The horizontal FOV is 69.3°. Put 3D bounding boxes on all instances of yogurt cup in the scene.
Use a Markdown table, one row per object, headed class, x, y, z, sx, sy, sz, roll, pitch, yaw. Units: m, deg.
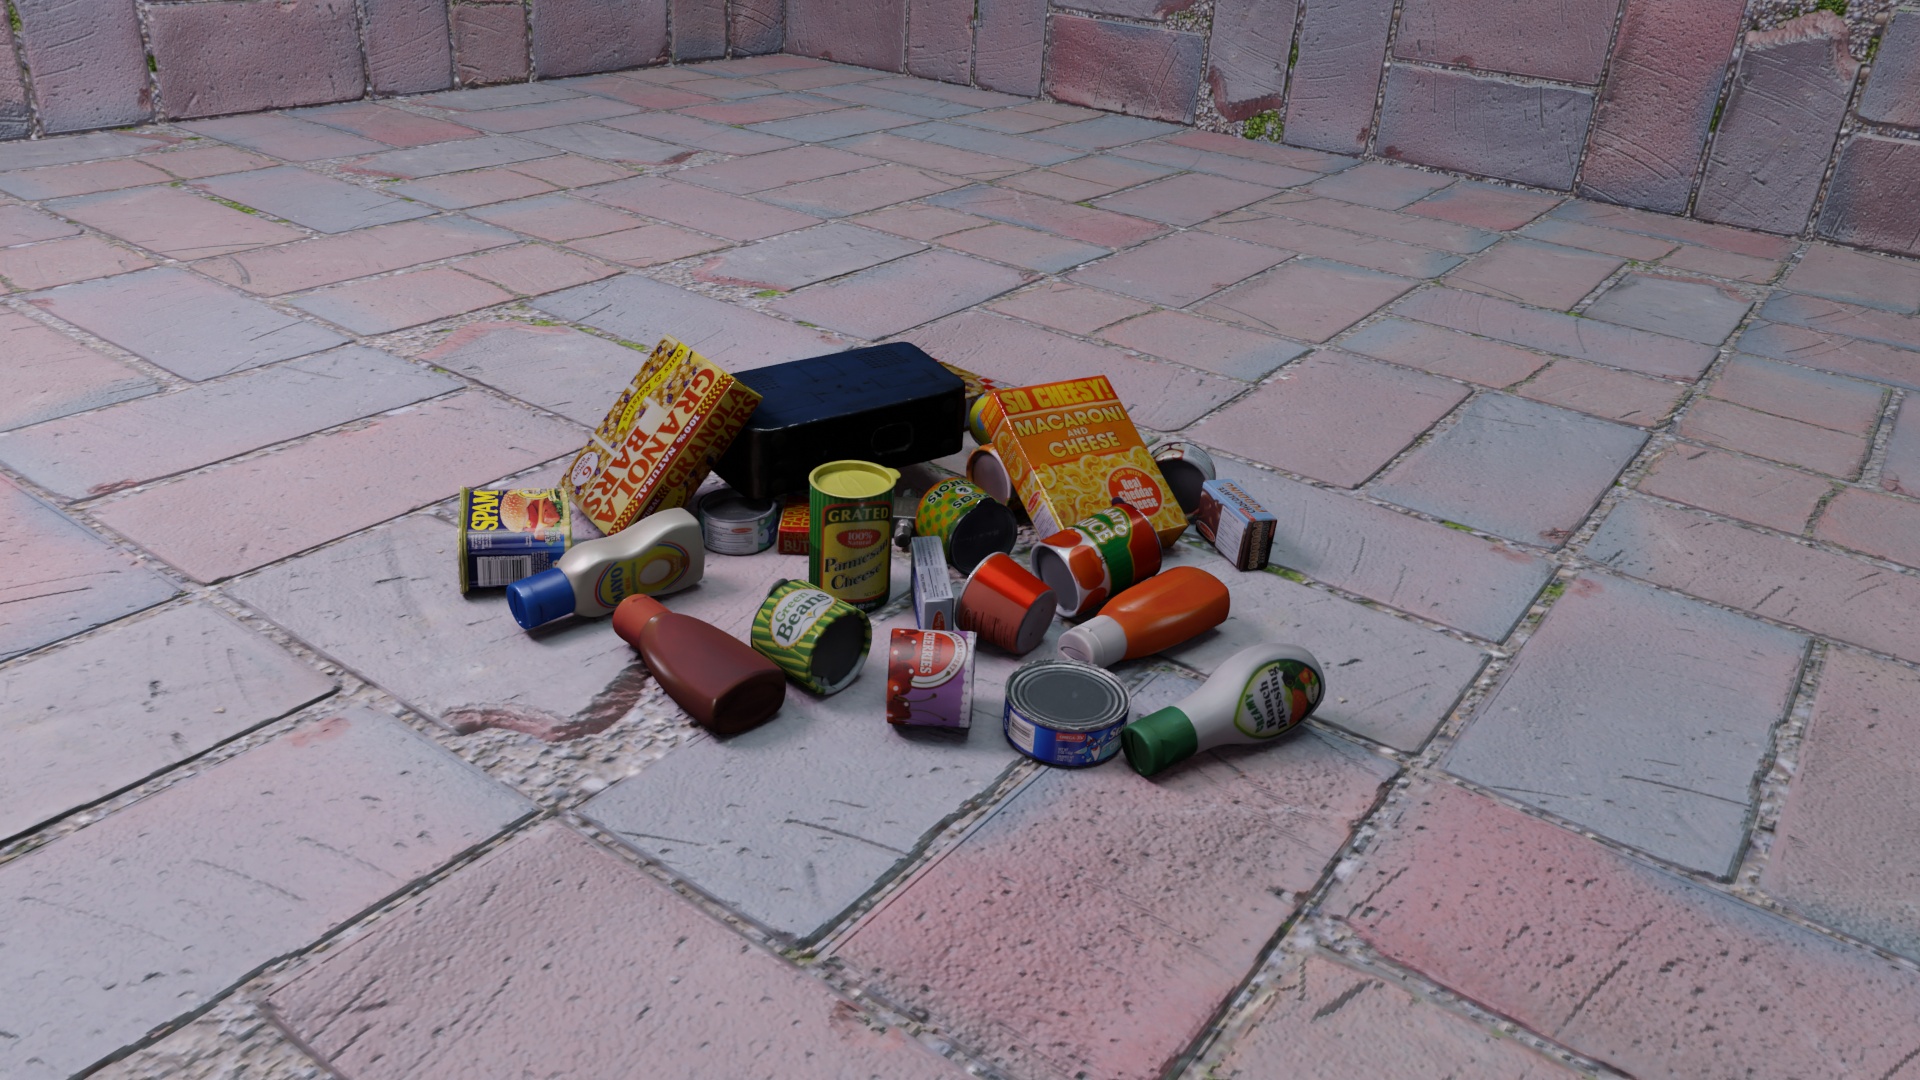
| class | x | y | z | sx | sy | sz | roll | pitch | yaw |
| --- | --- | --- | --- | --- | --- | --- | --- | --- | --- |
| yogurt cup | 0.036 | 0.049 | 1.041 | 0.054 | 0.072 | 0.073 | 29 | 35 | 26 |

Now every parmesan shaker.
| class | x | y | z | sx | sy | sz | roll | pitch | yaw |
| --- | --- | --- | --- | --- | --- | --- | --- | --- | --- |
| parmesan shaker | -0.082 | -0.003 | 1.081 | 0.071 | 0.102 | 0.071 | 3 | 27 | -1 |

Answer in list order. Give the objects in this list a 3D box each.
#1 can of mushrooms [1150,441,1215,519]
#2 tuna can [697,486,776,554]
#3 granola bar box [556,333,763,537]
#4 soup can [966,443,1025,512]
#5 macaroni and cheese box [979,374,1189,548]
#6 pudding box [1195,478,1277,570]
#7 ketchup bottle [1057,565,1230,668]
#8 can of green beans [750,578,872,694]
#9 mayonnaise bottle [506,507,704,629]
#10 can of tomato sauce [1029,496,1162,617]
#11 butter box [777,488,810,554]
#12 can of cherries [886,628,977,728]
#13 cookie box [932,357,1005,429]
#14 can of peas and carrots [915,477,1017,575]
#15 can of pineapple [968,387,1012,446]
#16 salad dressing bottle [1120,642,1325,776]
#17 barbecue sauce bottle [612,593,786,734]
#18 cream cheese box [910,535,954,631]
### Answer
| class | x | y | z | sx | sy | sz | roll | pitch | yaw |
| --- | --- | --- | --- | --- | --- | --- | --- | --- | --- |
| can of mushrooms | 0.195 | -0.052 | 1.261 | 0.071 | 0.070 | 0.033 | 9 | 28 | 9 |
| tuna can | -0.188 | -0.018 | 1.173 | 0.071 | 0.032 | 0.071 | 3 | 27 | -2 |
| granola bar box | -0.255 | -0.081 | 1.162 | 0.124 | 0.165 | 0.039 | 34 | -2 | 44 |
| soup can | 0.055 | -0.061 | 1.259 | 0.084 | 0.071 | 0.071 | -16 | 33 | -34 |
| macaroni and cheese box | 0.105 | -0.061 | 1.206 | 0.124 | 0.040 | 0.167 | -11 | 62 | -28 |
| pudding box | 0.239 | -0.015 | 1.208 | 0.030 | 0.049 | 0.084 | -4 | 28 | -19 |
| ketchup bottle | 0.136 | 0.062 | 1.050 | 0.149 | 0.043 | 0.065 | -21 | 30 | -39 |
| can of green beans | -0.105 | 0.068 | 0.980 | 0.058 | 0.071 | 0.071 | 24 | 33 | 34 |
| mayonnaise bottle | -0.266 | 0.025 | 1.050 | 0.149 | 0.064 | 0.041 | -23 | 41 | -35 |
| can of tomato sauce | 0.106 | 0.013 | 1.097 | 0.083 | 0.070 | 0.071 | -25 | 37 | -26 |
| butter box | -0.127 | -0.021 | 1.197 | 0.053 | 0.024 | 0.104 | 2 | 27 | -2 |
| can of cherries | -0.020 | 0.091 | 0.941 | 0.058 | 0.071 | 0.072 | 4 | 27 | 0 |
| cookie box | -0.056 | -0.142 | 1.429 | 0.123 | 0.040 | 0.168 | 26 | 33 | 36 |
| can of peas and carrots | 0.004 | -0.014 | 1.152 | 0.071 | 0.070 | 0.059 | -13 | 31 | -30 |
| can of pineapple | 0.049 | -0.111 | 1.348 | 0.071 | 0.070 | 0.058 | -9 | 30 | -24 |
| salad dressing bottle | 0.178 | 0.116 | 0.938 | 0.148 | 0.064 | 0.044 | -20 | 16 | -25 |
| barbecue sauce bottle | -0.189 | 0.081 | 0.968 | 0.065 | 0.043 | 0.149 | -20 | 35 | -39 |
| cream cheese box | -0.022 | 0.042 | 1.056 | 0.024 | 0.053 | 0.104 | -2 | 27 | -7 |
